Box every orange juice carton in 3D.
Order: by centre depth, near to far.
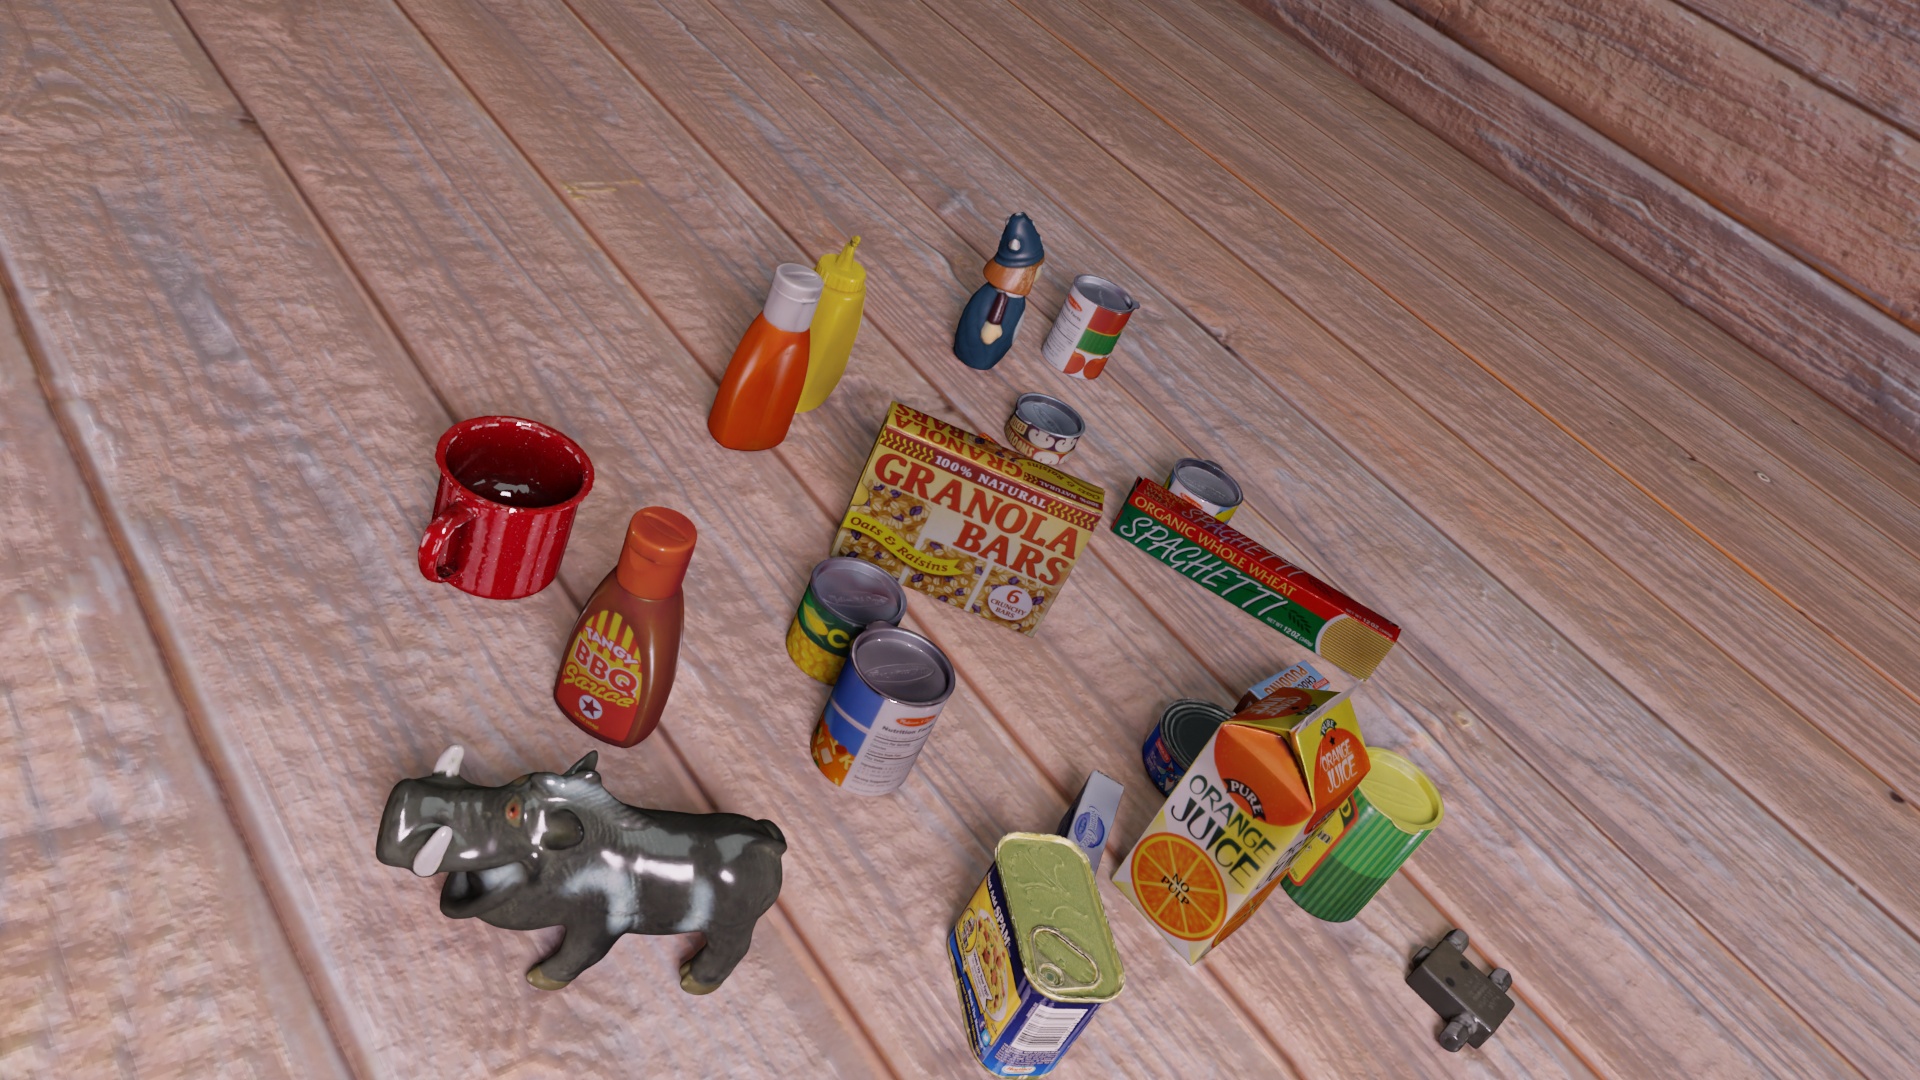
[{"bbox_3d":[0.173,0.157,0.823,0.072,0.191,0.073,-18,53,-46],"label":"orange juice carton"}]

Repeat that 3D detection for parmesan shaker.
[{"bbox_3d":[0.258,0.195,0.907,0.071,0.102,0.072,17,35,-13],"label":"parmesan shaker"}]

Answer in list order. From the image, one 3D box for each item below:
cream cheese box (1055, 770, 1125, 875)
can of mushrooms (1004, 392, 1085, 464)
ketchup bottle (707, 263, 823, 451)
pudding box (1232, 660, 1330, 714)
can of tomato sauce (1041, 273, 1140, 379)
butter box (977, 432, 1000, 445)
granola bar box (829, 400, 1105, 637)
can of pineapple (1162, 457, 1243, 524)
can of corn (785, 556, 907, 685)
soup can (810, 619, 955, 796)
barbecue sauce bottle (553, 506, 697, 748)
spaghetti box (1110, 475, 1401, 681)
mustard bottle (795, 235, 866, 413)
[{"bbox_3d":[0.068,0.190,0.834,0.024,0.053,0.104,28,34,3],"label":"cream cheese box"},{"bbox_3d":[0.073,-0.100,1.239,0.071,0.033,0.071,17,35,-13],"label":"can of mushrooms"},{"bbox_3d":[-0.142,-0.136,1.046,0.065,0.148,0.044,-9,47,-41],"label":"ketchup bottle"},{"bbox_3d":[0.234,0.124,1.032,0.084,0.049,0.030,-17,53,-45],"label":"pudding box"},{"bbox_3d":[0.128,-0.211,1.377,0.071,0.082,0.071,17,35,-13],"label":"can of tomato sauce"},{"bbox_3d":[-0.011,-0.048,1.099,0.024,0.052,0.104,39,36,19],"label":"butter box"},{"bbox_3d":[0.004,-0.013,0.998,0.165,0.123,0.039,22,34,-6],"label":"granola bar box"},{"bbox_3d":[0.204,-0.030,1.210,0.071,0.057,0.071,17,35,-13],"label":"can of pineapple"},{"bbox_3d":[-0.075,0.056,0.916,0.071,0.058,0.071,17,35,-13],"label":"can of corn"},{"bbox_3d":[-0.049,0.102,0.848,0.071,0.083,0.072,17,35,-13],"label":"soup can"},{"bbox_3d":[-0.183,0.047,0.777,0.065,0.147,0.044,32,34,9],"label":"barbecue sauce bottle"},{"bbox_3d":[0.244,0.031,1.161,0.250,0.050,0.029,31,34,7],"label":"spaghetti box"},{"bbox_3d":[-0.109,-0.178,1.113,0.049,0.159,0.065,35,35,13],"label":"mustard bottle"}]
